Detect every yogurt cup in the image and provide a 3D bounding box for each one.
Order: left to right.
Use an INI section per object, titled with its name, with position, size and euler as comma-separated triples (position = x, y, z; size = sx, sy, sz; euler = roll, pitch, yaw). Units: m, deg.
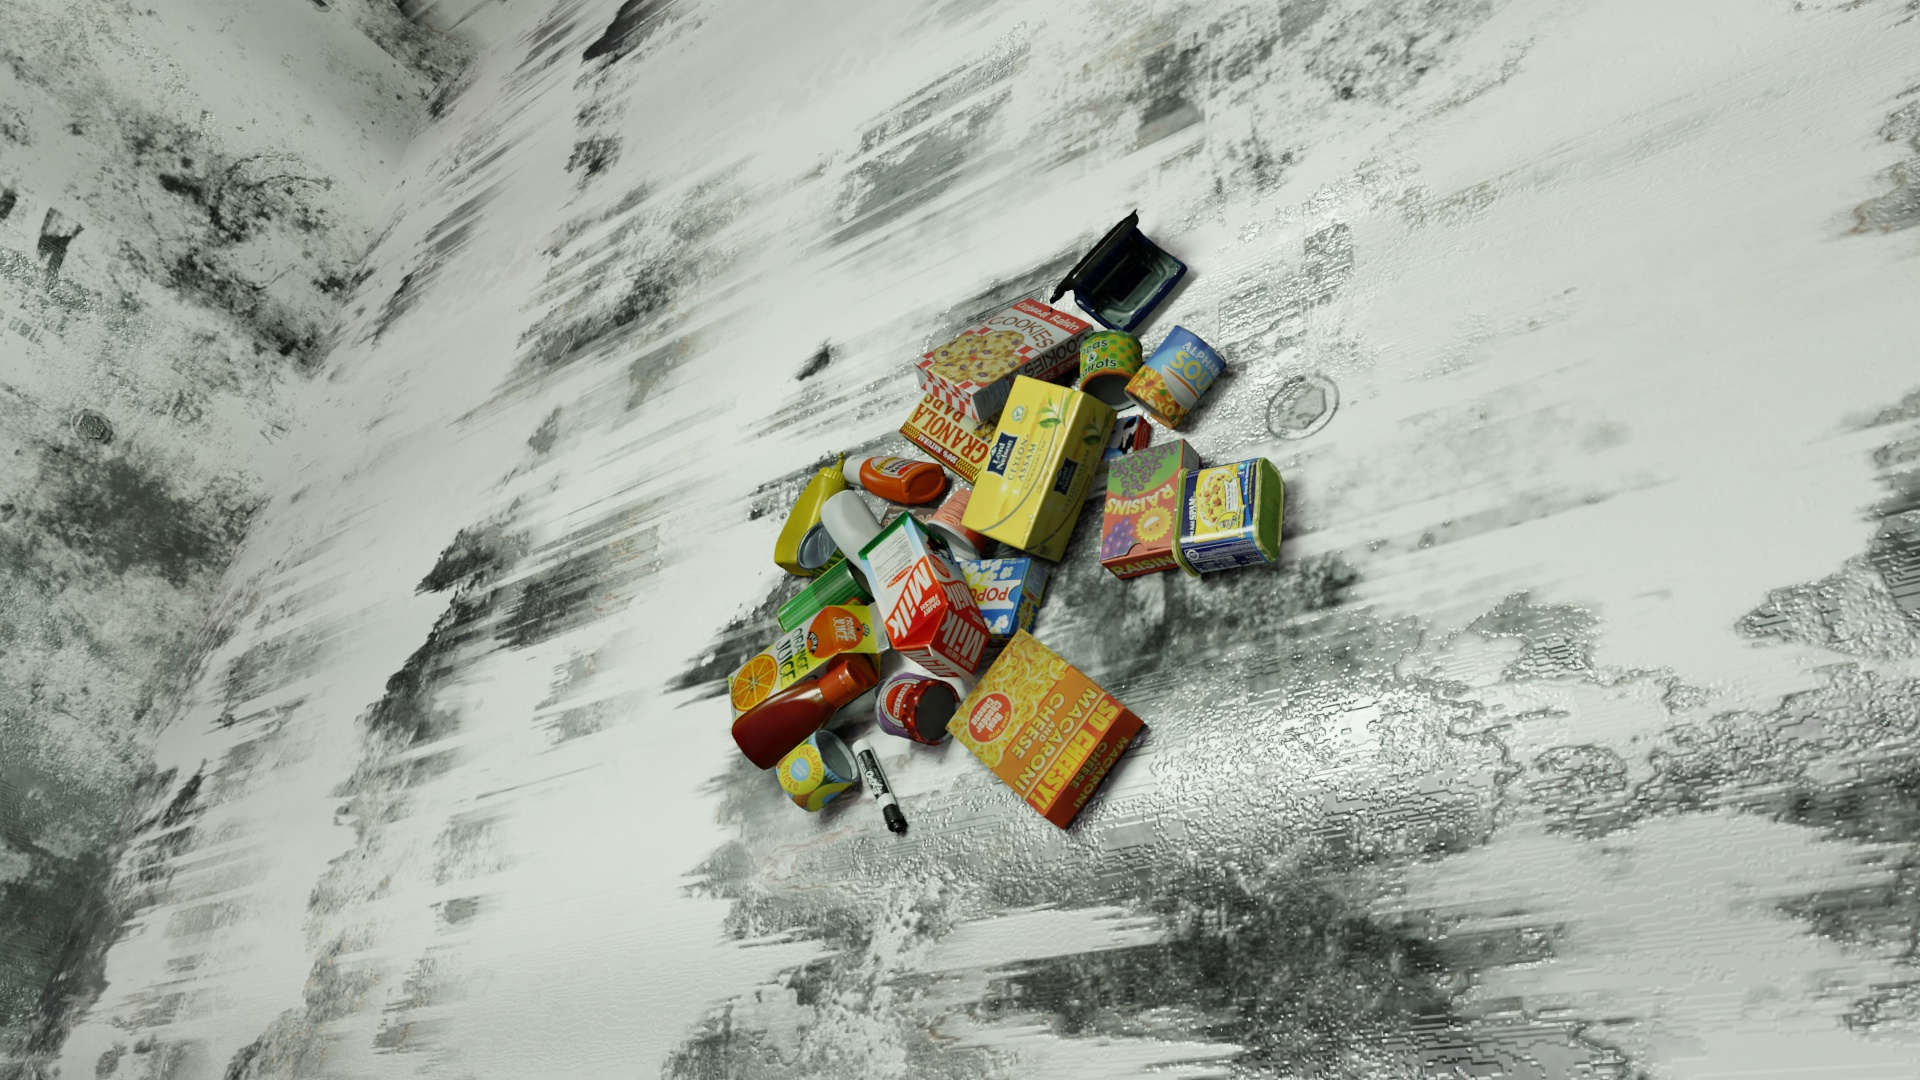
[yogurt cup]
position = 0.005, -0.019, 1.481
size = 0.072, 0.072, 0.054
euler = 18, 66, 47

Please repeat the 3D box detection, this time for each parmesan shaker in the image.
[parmesan shaker]
position = -0.144, 0.071, 1.544
size = 0.103, 0.071, 0.071
euler = -38, 43, 15

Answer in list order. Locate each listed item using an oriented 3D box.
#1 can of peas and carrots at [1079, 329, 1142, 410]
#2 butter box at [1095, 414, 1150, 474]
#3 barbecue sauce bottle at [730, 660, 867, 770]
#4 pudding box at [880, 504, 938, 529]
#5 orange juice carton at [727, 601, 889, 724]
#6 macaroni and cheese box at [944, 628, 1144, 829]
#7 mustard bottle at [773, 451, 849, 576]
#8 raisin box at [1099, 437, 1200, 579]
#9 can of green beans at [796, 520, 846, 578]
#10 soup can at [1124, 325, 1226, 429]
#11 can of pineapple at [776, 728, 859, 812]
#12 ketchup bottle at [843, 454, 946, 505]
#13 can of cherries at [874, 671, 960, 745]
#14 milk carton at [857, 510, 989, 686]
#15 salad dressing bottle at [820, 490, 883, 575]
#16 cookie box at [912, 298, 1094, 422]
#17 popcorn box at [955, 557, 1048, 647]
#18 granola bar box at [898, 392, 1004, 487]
[can of peas and carrots]
position = 0.156, -0.179, 1.454
size = 0.071, 0.071, 0.059
euler = -19, 51, 32
[butter box]
position = 0.145, -0.096, 1.439
size = 0.103, 0.024, 0.053
euler = -8, 58, 39
[barbecue sauce bottle]
position = -0.165, 0.178, 1.450
size = 0.148, 0.065, 0.044
euler = -34, 13, 16
[pudding box]
position = -0.054, -0.010, 1.552
size = 0.083, 0.030, 0.050
euler = 6, 67, 45
[orange juice carton]
position = -0.157, 0.140, 1.503
size = 0.192, 0.073, 0.072
euler = -35, 42, 18
[macaroni and cheese box]
position = 0.076, 0.172, 1.293
size = 0.124, 0.040, 0.167
euler = -53, 40, -2
[mustard bottle]
position = -0.168, -0.036, 1.660
size = 0.065, 0.048, 0.161
euler = 2, 63, 47
[raisin box]
position = 0.184, -0.030, 1.344
size = 0.086, 0.040, 0.124
euler = -13, 54, 34
[can of green beans]
position = -0.144, 0.018, 1.592
size = 0.071, 0.057, 0.071
euler = -24, 48, 29
[soup can]
position = 0.216, -0.162, 1.391
size = 0.084, 0.071, 0.071
euler = -52, 41, 1
[can of pineapple]
position = -0.148, 0.236, 1.427
size = 0.057, 0.071, 0.071
euler = -40, 42, 14
[ketchup bottle]
position = -0.082, -0.073, 1.606
size = 0.065, 0.043, 0.149
euler = -24, 22, -31
[can of cherries]
position = -0.044, 0.166, 1.382
size = 0.058, 0.071, 0.071
euler = 8, 67, 45
[milk carton]
position = -0.033, 0.065, 1.387
size = 0.073, 0.072, 0.191
euler = -40, 41, 14
[salad dressing bottle]
position = -0.098, 0.014, 1.521
size = 0.043, 0.064, 0.148
euler = -45, 68, 27
[cookie box]
position = 0.050, -0.204, 1.540
size = 0.168, 0.040, 0.123
euler = -31, 37, -20
[popcorn box]
position = 0.021, 0.065, 1.423
size = 0.126, 0.038, 0.085
euler = -4, 58, 41
[granola bar box]
position = 0.017, -0.136, 1.573
size = 0.124, 0.039, 0.166
euler = -52, 41, -1
